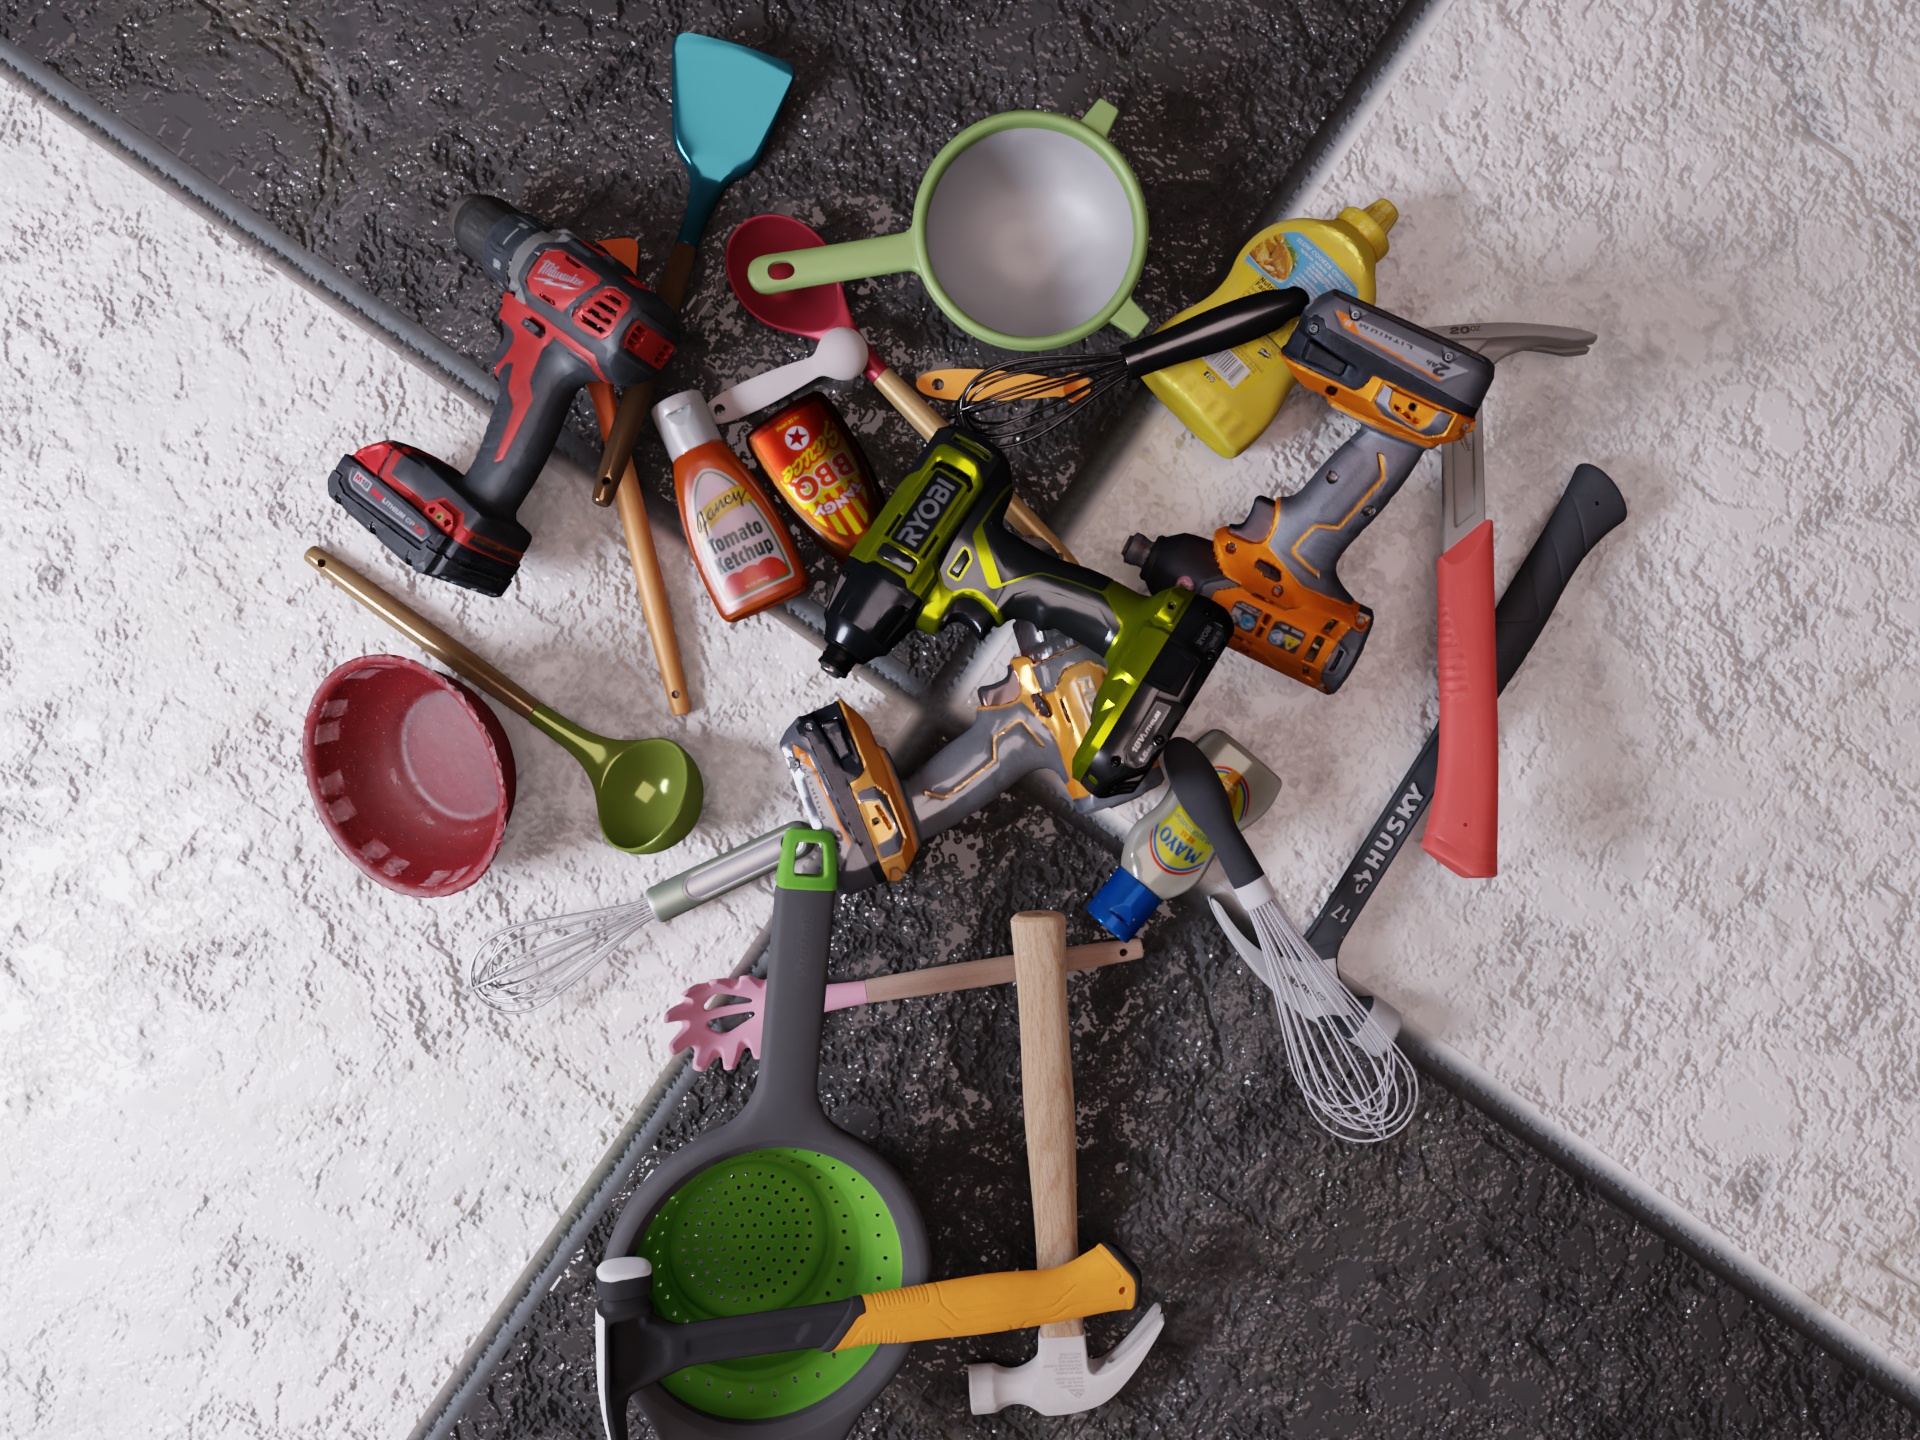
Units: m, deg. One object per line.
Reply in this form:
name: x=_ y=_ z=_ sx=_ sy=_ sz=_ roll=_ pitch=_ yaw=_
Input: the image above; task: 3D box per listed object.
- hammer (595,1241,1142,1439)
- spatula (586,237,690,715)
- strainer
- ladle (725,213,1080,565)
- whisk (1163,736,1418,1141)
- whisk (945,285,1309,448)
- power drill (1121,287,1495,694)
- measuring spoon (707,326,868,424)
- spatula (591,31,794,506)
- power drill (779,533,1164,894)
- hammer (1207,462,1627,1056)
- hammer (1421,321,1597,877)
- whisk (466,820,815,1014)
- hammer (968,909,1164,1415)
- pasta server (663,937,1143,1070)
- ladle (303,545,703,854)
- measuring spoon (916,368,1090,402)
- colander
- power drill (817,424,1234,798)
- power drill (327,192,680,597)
hammer: x=-0.048 y=0.371 z=0.965 sx=0.336 sy=0.034 sz=0.127 roll=-2 pitch=93 yaw=-17
spatula: x=-0.221 y=-0.161 z=1.059 sx=0.081 sy=0.041 sz=0.322 roll=-13 pitch=94 yaw=0
strainer: x=-0.008 y=-0.302 z=1.035 sx=0.256 sy=0.069 sz=0.151 roll=-9 pitch=93 yaw=0
ladle: x=-0.033 y=-0.211 z=1.056 sx=0.315 sy=0.031 sz=0.069 roll=45 pitch=107 yaw=-2
whisk: x=0.202 y=0.136 z=1.004 sx=0.070 sy=0.070 sz=0.284 roll=-28 pitch=88 yaw=0
whisk: x=0.105 y=-0.226 z=0.996 sx=0.239 sy=0.055 sz=0.055 roll=-19 pitch=90 yaw=2
power drill: x=0.210 y=-0.146 z=0.987 sx=0.164 sy=0.084 sz=0.226 roll=25 pitch=112 yaw=4
measuring spoon: x=-0.119 y=-0.222 z=1.046 sx=0.124 sy=0.018 sz=0.034 roll=-21 pitch=101 yaw=14
spatula: x=-0.189 y=-0.290 z=1.034 sx=0.082 sy=0.044 sz=0.317 roll=16 pitch=79 yaw=-4
power drill: x=-0.002 y=-0.003 z=1.030 sx=0.226 sy=0.084 sz=0.185 roll=-21 pitch=88 yaw=-4
hammer: x=0.317 y=0.011 z=1.051 sx=0.149 sy=0.036 sz=0.409 roll=31 pitch=89 yaw=1
hammer: x=0.334 y=-0.079 z=1.021 sx=0.149 sy=0.036 sz=0.359 roll=0 pitch=82 yaw=8
whisk: x=-0.208 y=0.125 z=1.043 sx=0.246 sy=0.059 sz=0.058 roll=-25 pitch=90 yaw=-4
hammer: x=0.062 y=0.289 z=1.038 sx=0.130 sy=0.031 sz=0.331 roll=-3 pitch=94 yaw=-2
pasta server: x=-0.035 y=0.176 z=1.048 sx=0.316 sy=0.040 sz=0.060 roll=-9 pitch=96 yaw=-1
ladle: x=-0.304 y=-0.021 z=1.041 sx=0.320 sy=0.062 sz=0.078 roll=35 pitch=90 yaw=3
measuring spoon: x=0.029 y=-0.224 z=1.066 sx=0.117 sy=0.011 sz=0.021 roll=2 pitch=95 yaw=3
colander: x=-0.120 y=0.262 z=1.005 sx=0.204 sy=0.094 sz=0.397 roll=5 pitch=91 yaw=-17
power drill: x=0.036 y=-0.056 z=0.970 sx=0.223 sy=0.080 sz=0.171 roll=32 pitch=78 yaw=6
power drill: x=-0.302 y=-0.214 z=1.011 sx=0.188 sy=0.080 sz=0.226 roll=38 pitch=96 yaw=23
